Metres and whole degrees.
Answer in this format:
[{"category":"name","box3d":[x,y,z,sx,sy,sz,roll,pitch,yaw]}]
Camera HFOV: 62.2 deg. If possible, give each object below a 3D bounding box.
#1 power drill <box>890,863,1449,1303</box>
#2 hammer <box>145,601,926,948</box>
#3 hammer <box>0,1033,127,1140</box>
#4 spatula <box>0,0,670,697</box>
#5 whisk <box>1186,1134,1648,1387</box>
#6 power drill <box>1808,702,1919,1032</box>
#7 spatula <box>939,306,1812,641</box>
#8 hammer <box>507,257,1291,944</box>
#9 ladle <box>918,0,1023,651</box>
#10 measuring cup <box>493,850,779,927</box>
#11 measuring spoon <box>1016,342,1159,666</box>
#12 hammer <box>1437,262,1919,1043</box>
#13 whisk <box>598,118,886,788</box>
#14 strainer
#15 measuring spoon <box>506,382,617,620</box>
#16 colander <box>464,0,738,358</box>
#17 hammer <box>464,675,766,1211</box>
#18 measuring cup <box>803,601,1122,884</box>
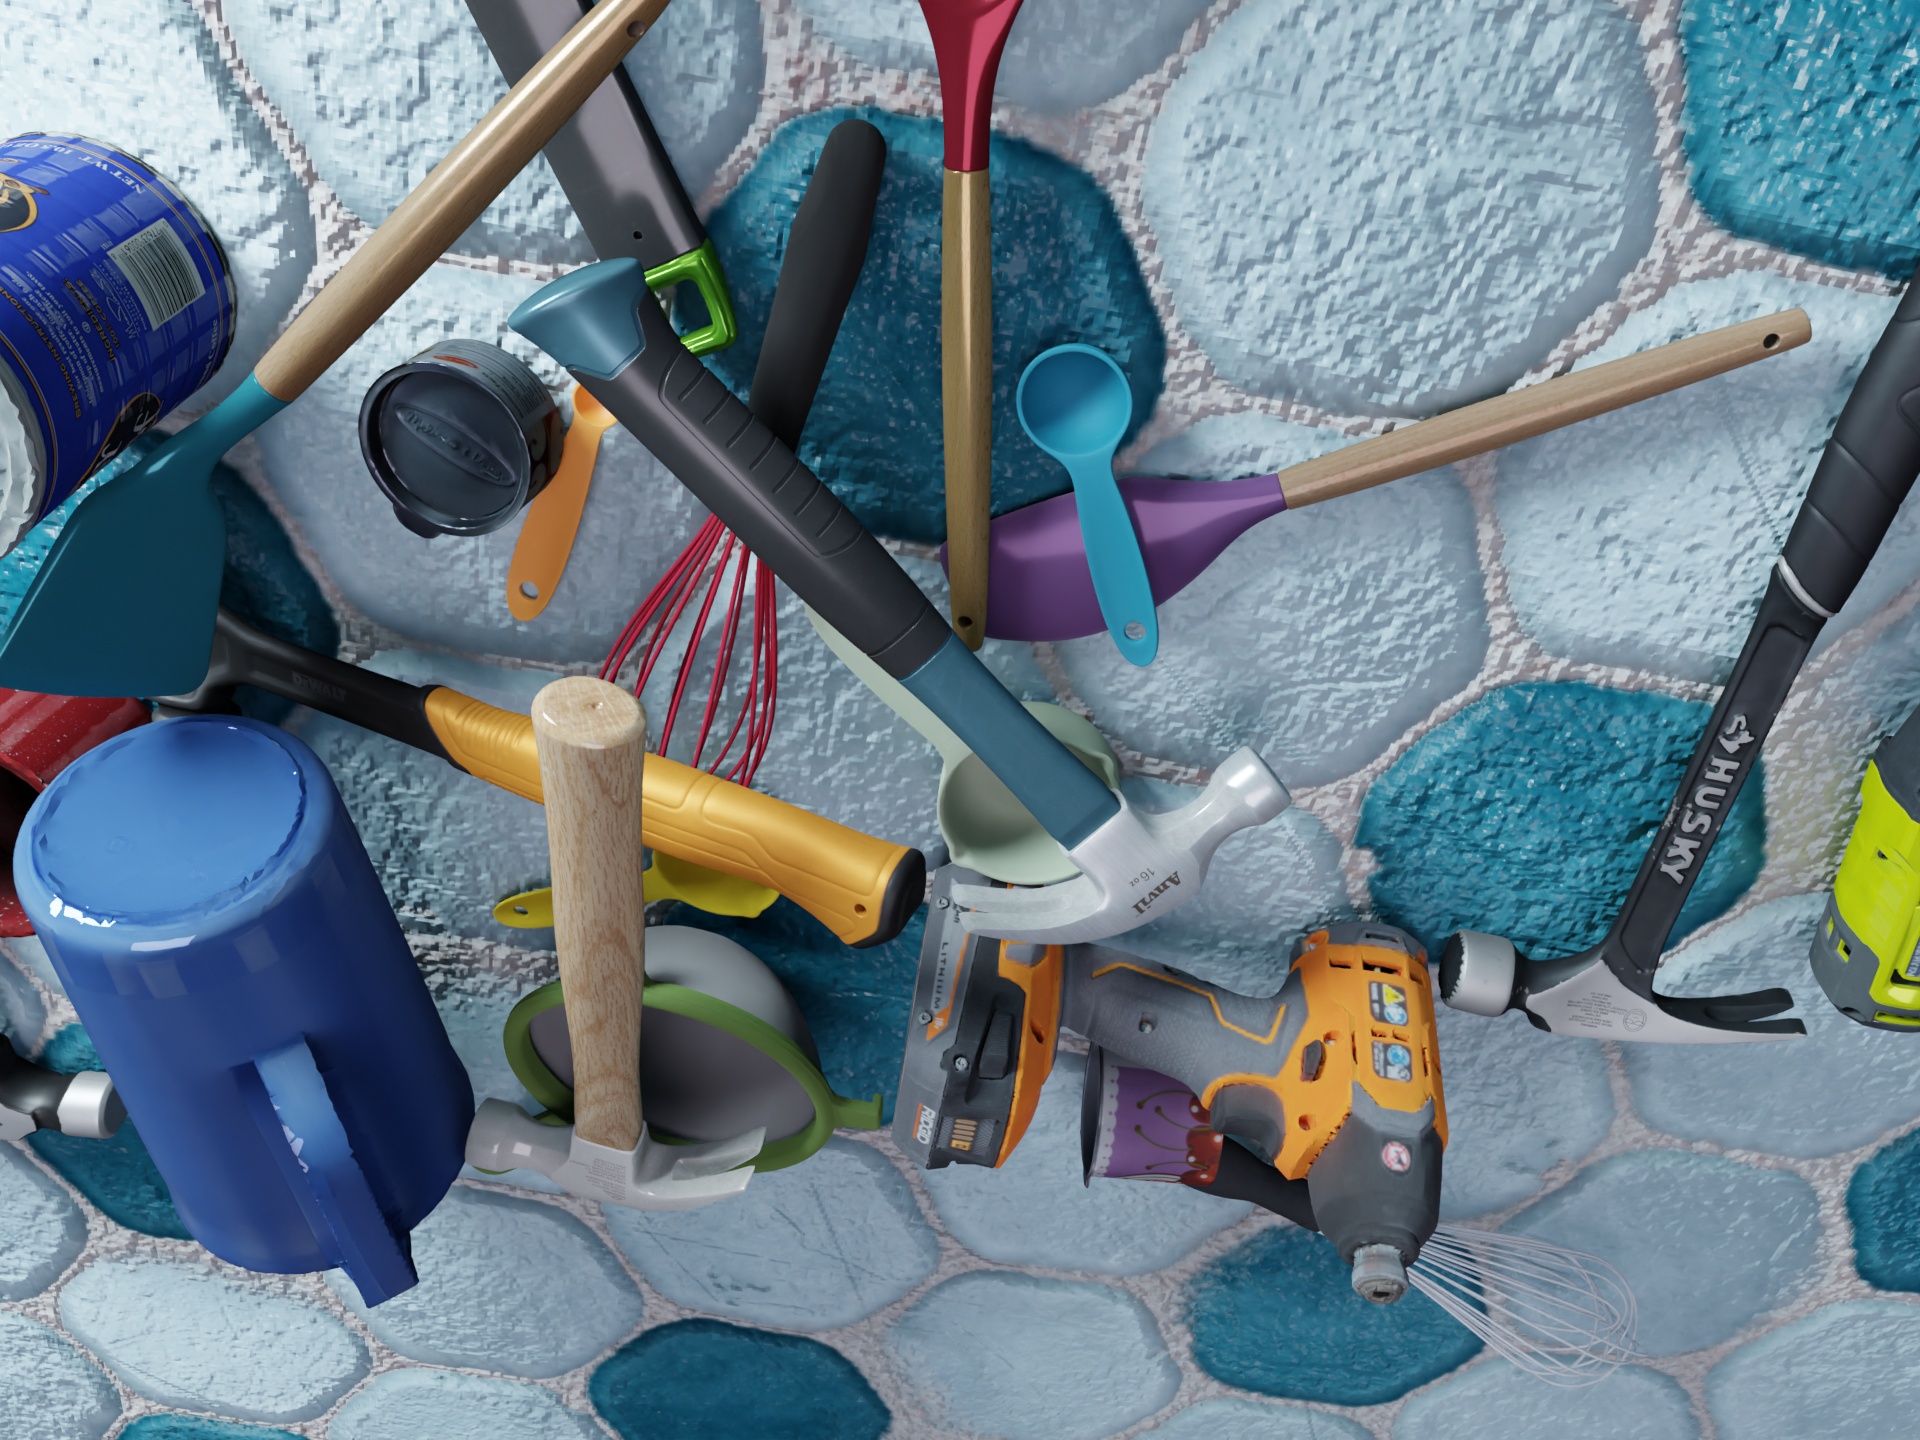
[{"category":"power drill","box3d":[0.090,0.148,0.660,0.226,0.164,0.084,10,134,-1]},{"category":"hammer","box3d":[-0.169,0.004,0.594,0.337,0.034,0.127,19,124,14]},{"category":"hammer","box3d":[-0.477,0.061,0.711,0.146,0.035,0.334,6,123,-2]},{"category":"spatula","box3d":[-0.199,-0.116,0.512,0.317,0.082,0.044,-37,73,21]},{"category":"whisk","box3d":[0.216,0.259,0.792,0.284,0.070,0.070,24,121,-7]},{"category":"power drill","box3d":[0.476,0.050,0.629,0.223,0.080,0.171,2,124,5]},{"category":"spatula","box3d":[0.145,-0.091,0.587,0.316,0.018,0.059,-17,116,15]},{"category":"hammer","box3d":[-0.022,-0.035,0.569,0.128,0.033,0.330,-41,116,9]},{"category":"ladle","box3d":[0.003,-0.160,0.538,0.069,0.031,0.315,9,124,14]},{"category":"measuring cup","box3d":[-0.144,0.066,0.708,0.156,0.029,0.062,-14,127,26]},{"category":"measuring spoon","box3d":[0.054,-0.080,0.591,0.042,0.021,0.128,-8,117,19]},{"category":"hammer","box3d":[0.317,-0.031,0.602,0.149,0.036,0.408,12,122,2]},{"category":"whisk","box3d":[-0.081,-0.074,0.588,0.073,0.073,0.295,17,117,-8]},{"category":"strainer","box3d":[-0.157,0.159,0.751,0.151,0.069,0.256,38,135,-24]},{"category":"measuring spoon","box3d":[-0.153,-0.084,0.614,0.021,0.011,0.116,29,124,-3]},{"category":"colander","box3d":[-0.167,-0.268,0.441,0.204,0.095,0.396,-17,120,14]},{"category":"hammer","box3d":[-0.134,0.104,0.608,0.130,0.031,0.331,14,138,1]},{"category":"measuring cup","box3d":[-0.001,-0.002,0.643,0.083,0.038,0.167,-36,113,23]}]
